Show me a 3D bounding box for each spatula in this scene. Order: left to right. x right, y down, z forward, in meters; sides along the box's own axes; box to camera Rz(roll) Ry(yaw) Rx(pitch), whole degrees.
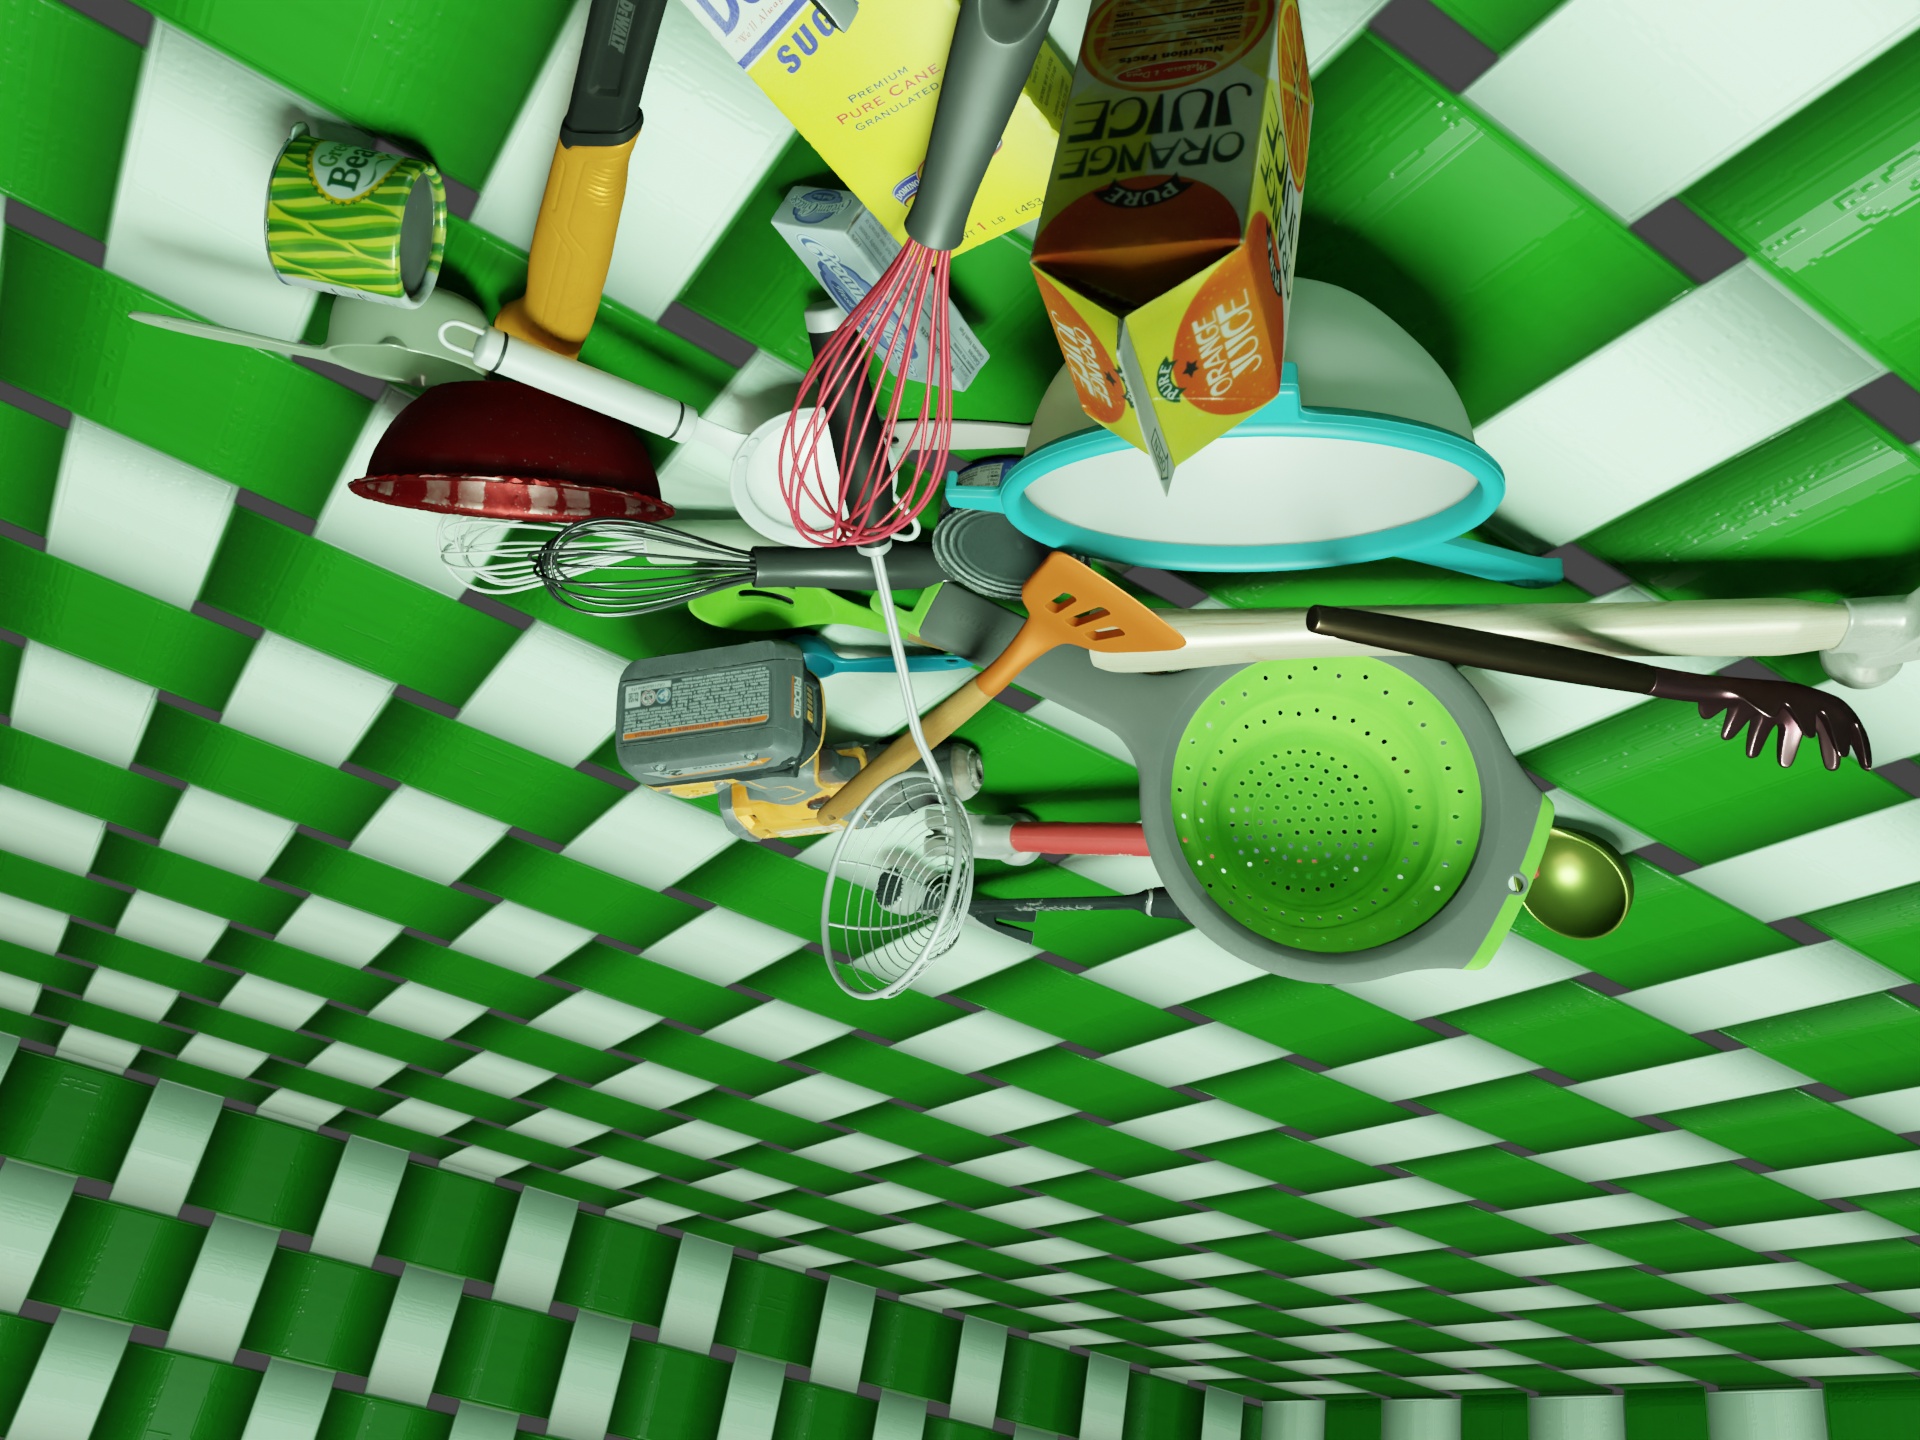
[{"bbox_3d":[-0.001,-0.003,0.874,0.081,0.041,0.322,34,139,-16],"label":"spatula"}]

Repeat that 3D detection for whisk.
[{"bbox_3d":[-0.184,-0.101,0.911,0.246,0.058,0.059,0,114,9],"label":"whisk"},{"bbox_3d":[-0.109,-0.084,0.852,0.239,0.055,0.055,-2,154,-18],"label":"whisk"},{"bbox_3d":[-0.015,-0.175,0.622,0.073,0.073,0.295,16,137,-8],"label":"whisk"}]

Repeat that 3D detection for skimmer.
[{"bbox_3d":[-0.058,-0.025,0.813,0.090,0.127,0.363,-21,119,-19],"label":"skimmer"}]

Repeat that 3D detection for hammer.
[{"bbox_3d":[-0.142,-0.224,0.647,0.127,0.034,0.337,27,156,-13],"label":"hammer"},{"bbox_3d":[0.125,0.132,1.131,0.149,0.036,0.409,22,160,-40],"label":"hammer"},{"bbox_3d":[0.166,0.077,1.022,0.386,0.038,0.143,-1,174,28],"label":"hammer"},{"bbox_3d":[0.268,-0.049,0.801,0.410,0.038,0.146,0,167,14],"label":"hammer"}]

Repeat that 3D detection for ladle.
[{"bbox_3d":[0.304,0.053,1.006,0.320,0.062,0.078,28,145,-22],"label":"ladle"}]

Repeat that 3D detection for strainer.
[{"bbox_3d":[-0.130,-0.146,0.782,0.258,0.050,0.087,17,128,-34],"label":"strainer"},{"bbox_3d":[0.173,-0.127,0.726,0.340,0.095,0.211,7,170,-38],"label":"strainer"}]

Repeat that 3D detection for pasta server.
[{"bbox_3d":[0.309,-0.016,0.771,0.316,0.040,0.060,9,176,-16],"label":"pasta server"}]

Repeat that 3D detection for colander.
[{"bbox_3d":[0.131,0.014,0.923,0.397,0.204,0.094,26,170,9],"label":"colander"}]

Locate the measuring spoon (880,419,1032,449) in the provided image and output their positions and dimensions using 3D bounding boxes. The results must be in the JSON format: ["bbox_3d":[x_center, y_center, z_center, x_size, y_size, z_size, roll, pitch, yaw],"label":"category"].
[{"bbox_3d":[0.010,-0.140,0.808,0.124,0.018,0.034,3,149,14],"label":"measuring spoon"}]

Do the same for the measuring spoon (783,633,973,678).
[{"bbox_3d":[-0.055,-0.043,1.001,0.128,0.021,0.042,-1,158,1],"label":"measuring spoon"}]

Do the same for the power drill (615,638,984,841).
[{"bbox_3d":[-0.098,0.021,1.032,0.185,0.084,0.226,-7,160,16],"label":"power drill"}]

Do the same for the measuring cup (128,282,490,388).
[{"bbox_3d":[-0.311,-0.195,0.767,0.167,0.038,0.083,8,177,-8],"label":"measuring cup"}]

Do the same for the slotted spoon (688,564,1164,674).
[{"bbox_3d":[-0.006,-0.050,0.959,0.313,0.031,0.070,12,150,-7],"label":"slotted spoon"}]
